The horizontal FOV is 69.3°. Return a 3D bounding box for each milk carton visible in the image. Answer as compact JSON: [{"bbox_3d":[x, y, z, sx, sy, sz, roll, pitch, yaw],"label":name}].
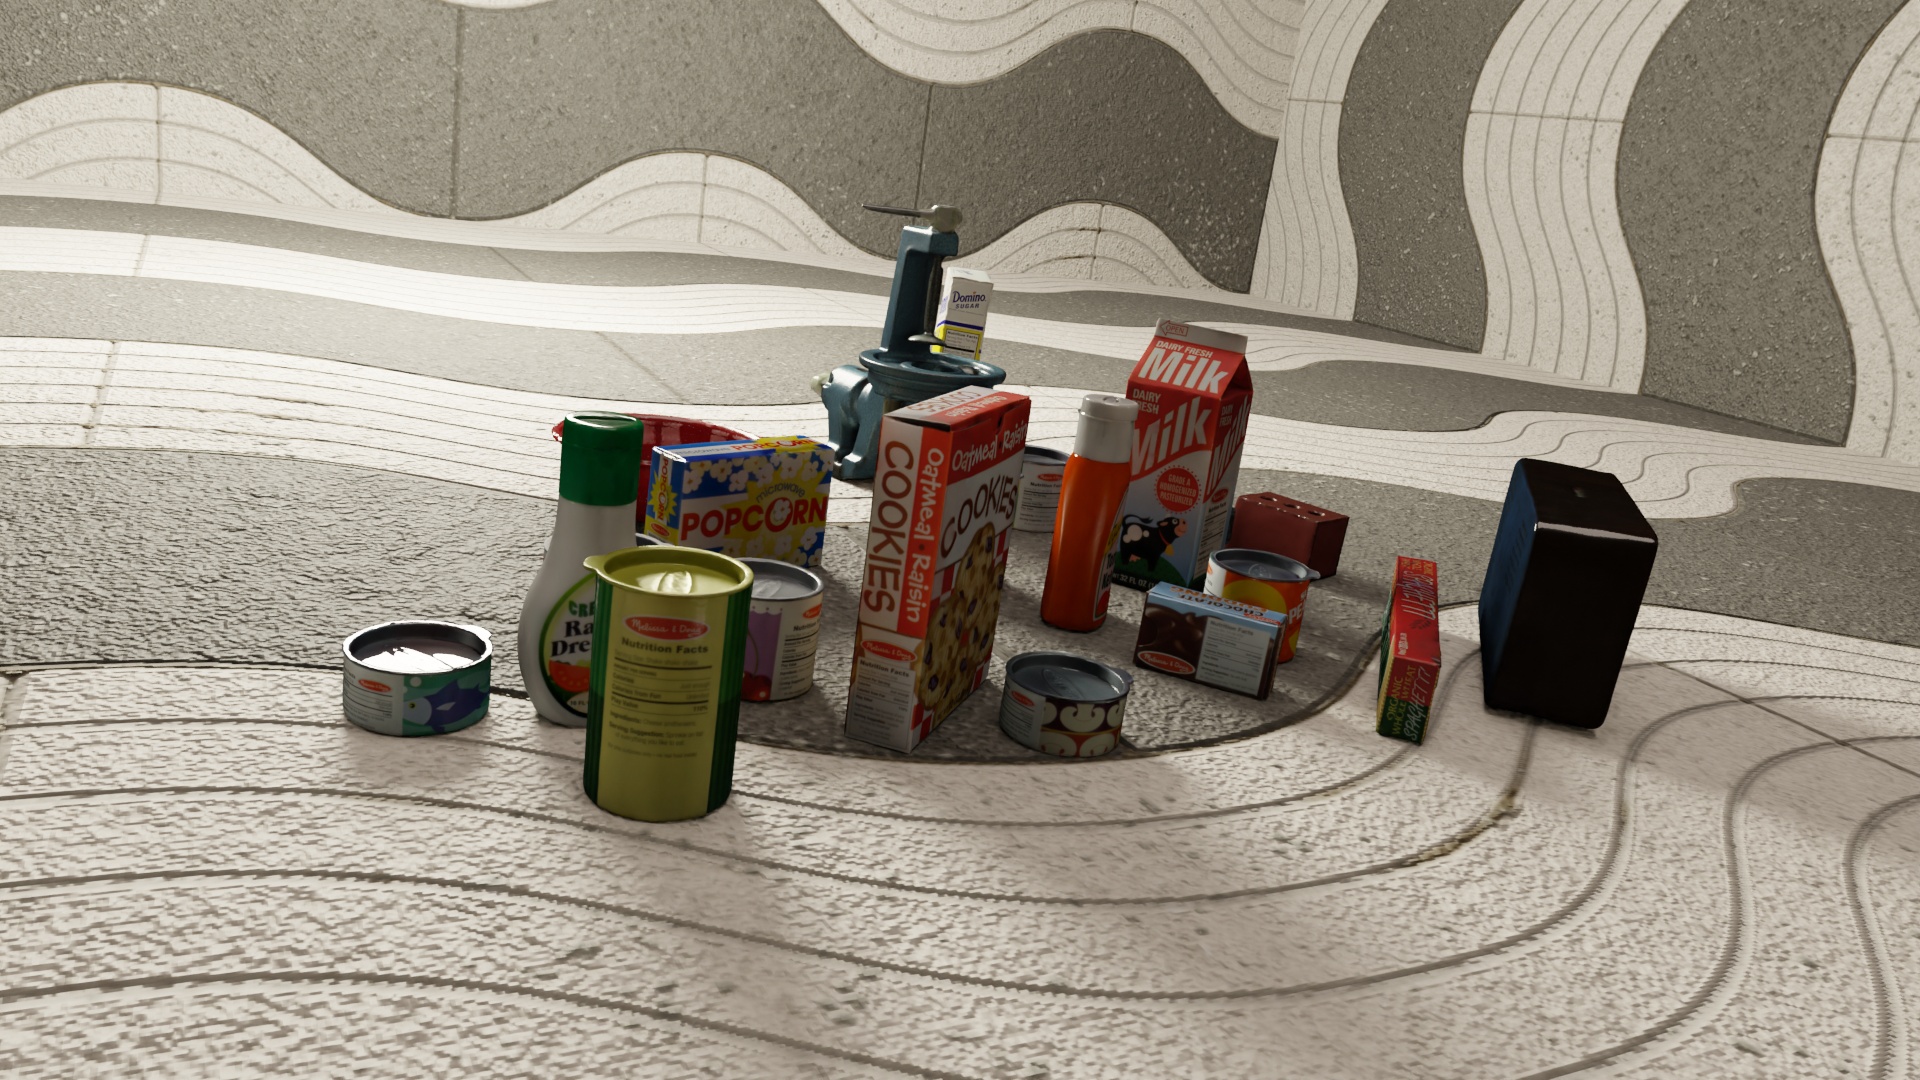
[{"bbox_3d":[0.158,-0.060,1.004,0.072,0.190,0.074,16,17,27],"label":"milk carton"}]

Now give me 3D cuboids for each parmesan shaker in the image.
[{"bbox_3d":[-0.130,0.060,0.603,0.071,0.102,0.071,8,16,-2],"label":"parmesan shaker"}]

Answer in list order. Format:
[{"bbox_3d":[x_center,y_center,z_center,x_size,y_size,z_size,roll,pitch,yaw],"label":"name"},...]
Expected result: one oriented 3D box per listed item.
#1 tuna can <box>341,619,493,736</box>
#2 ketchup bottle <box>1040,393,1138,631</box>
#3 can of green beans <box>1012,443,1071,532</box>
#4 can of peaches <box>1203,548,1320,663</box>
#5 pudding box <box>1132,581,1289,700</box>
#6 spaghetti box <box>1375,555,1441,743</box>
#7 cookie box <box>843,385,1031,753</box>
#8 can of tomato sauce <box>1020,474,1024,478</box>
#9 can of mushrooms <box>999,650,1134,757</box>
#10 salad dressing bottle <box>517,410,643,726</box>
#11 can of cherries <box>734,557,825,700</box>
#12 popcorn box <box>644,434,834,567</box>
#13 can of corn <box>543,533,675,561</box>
[{"bbox_3d":[-0.254,0.064,0.656,0.071,0.032,0.071,8,16,-2],"label":"tuna can"},{"bbox_3d":[0.085,-0.019,0.902,0.043,0.148,0.065,12,16,12],"label":"ketchup bottle"},{"bbox_3d":[0.058,-0.043,1.134,0.071,0.057,0.071,8,16,-2],"label":"can of green beans"},{"bbox_3d":[0.193,0.043,0.906,0.071,0.058,0.071,8,16,-2],"label":"can of peaches"},{"bbox_3d":[0.151,0.060,0.841,0.084,0.049,0.030,14,17,20],"label":"pudding box"},{"bbox_3d":[0.291,0.063,0.900,0.029,0.050,0.251,13,17,15],"label":"spaghetti box"},{"bbox_3d":[-0.009,0.010,0.722,0.040,0.166,0.123,13,16,17],"label":"cookie box"},{"bbox_3d":[0.003,-0.012,0.954,0.071,0.082,0.071,8,16,-2],"label":"can of tomato sauce"},{"bbox_3d":[0.057,0.086,0.734,0.071,0.033,0.071,8,16,-2],"label":"can of mushrooms"},{"bbox_3d":[-0.176,0.013,0.662,0.064,0.147,0.044,-1,18,-30],"label":"salad dressing bottle"},{"bbox_3d":[-0.111,0.046,0.742,0.071,0.058,0.072,8,16,-2],"label":"can of cherries"},{"bbox_3d":[-0.144,-0.021,0.907,0.038,0.085,0.127,21,20,39],"label":"popcorn box"},{"bbox_3d":[-0.191,0.031,0.754,0.071,0.058,0.071,8,16,-2],"label":"can of corn"}]
